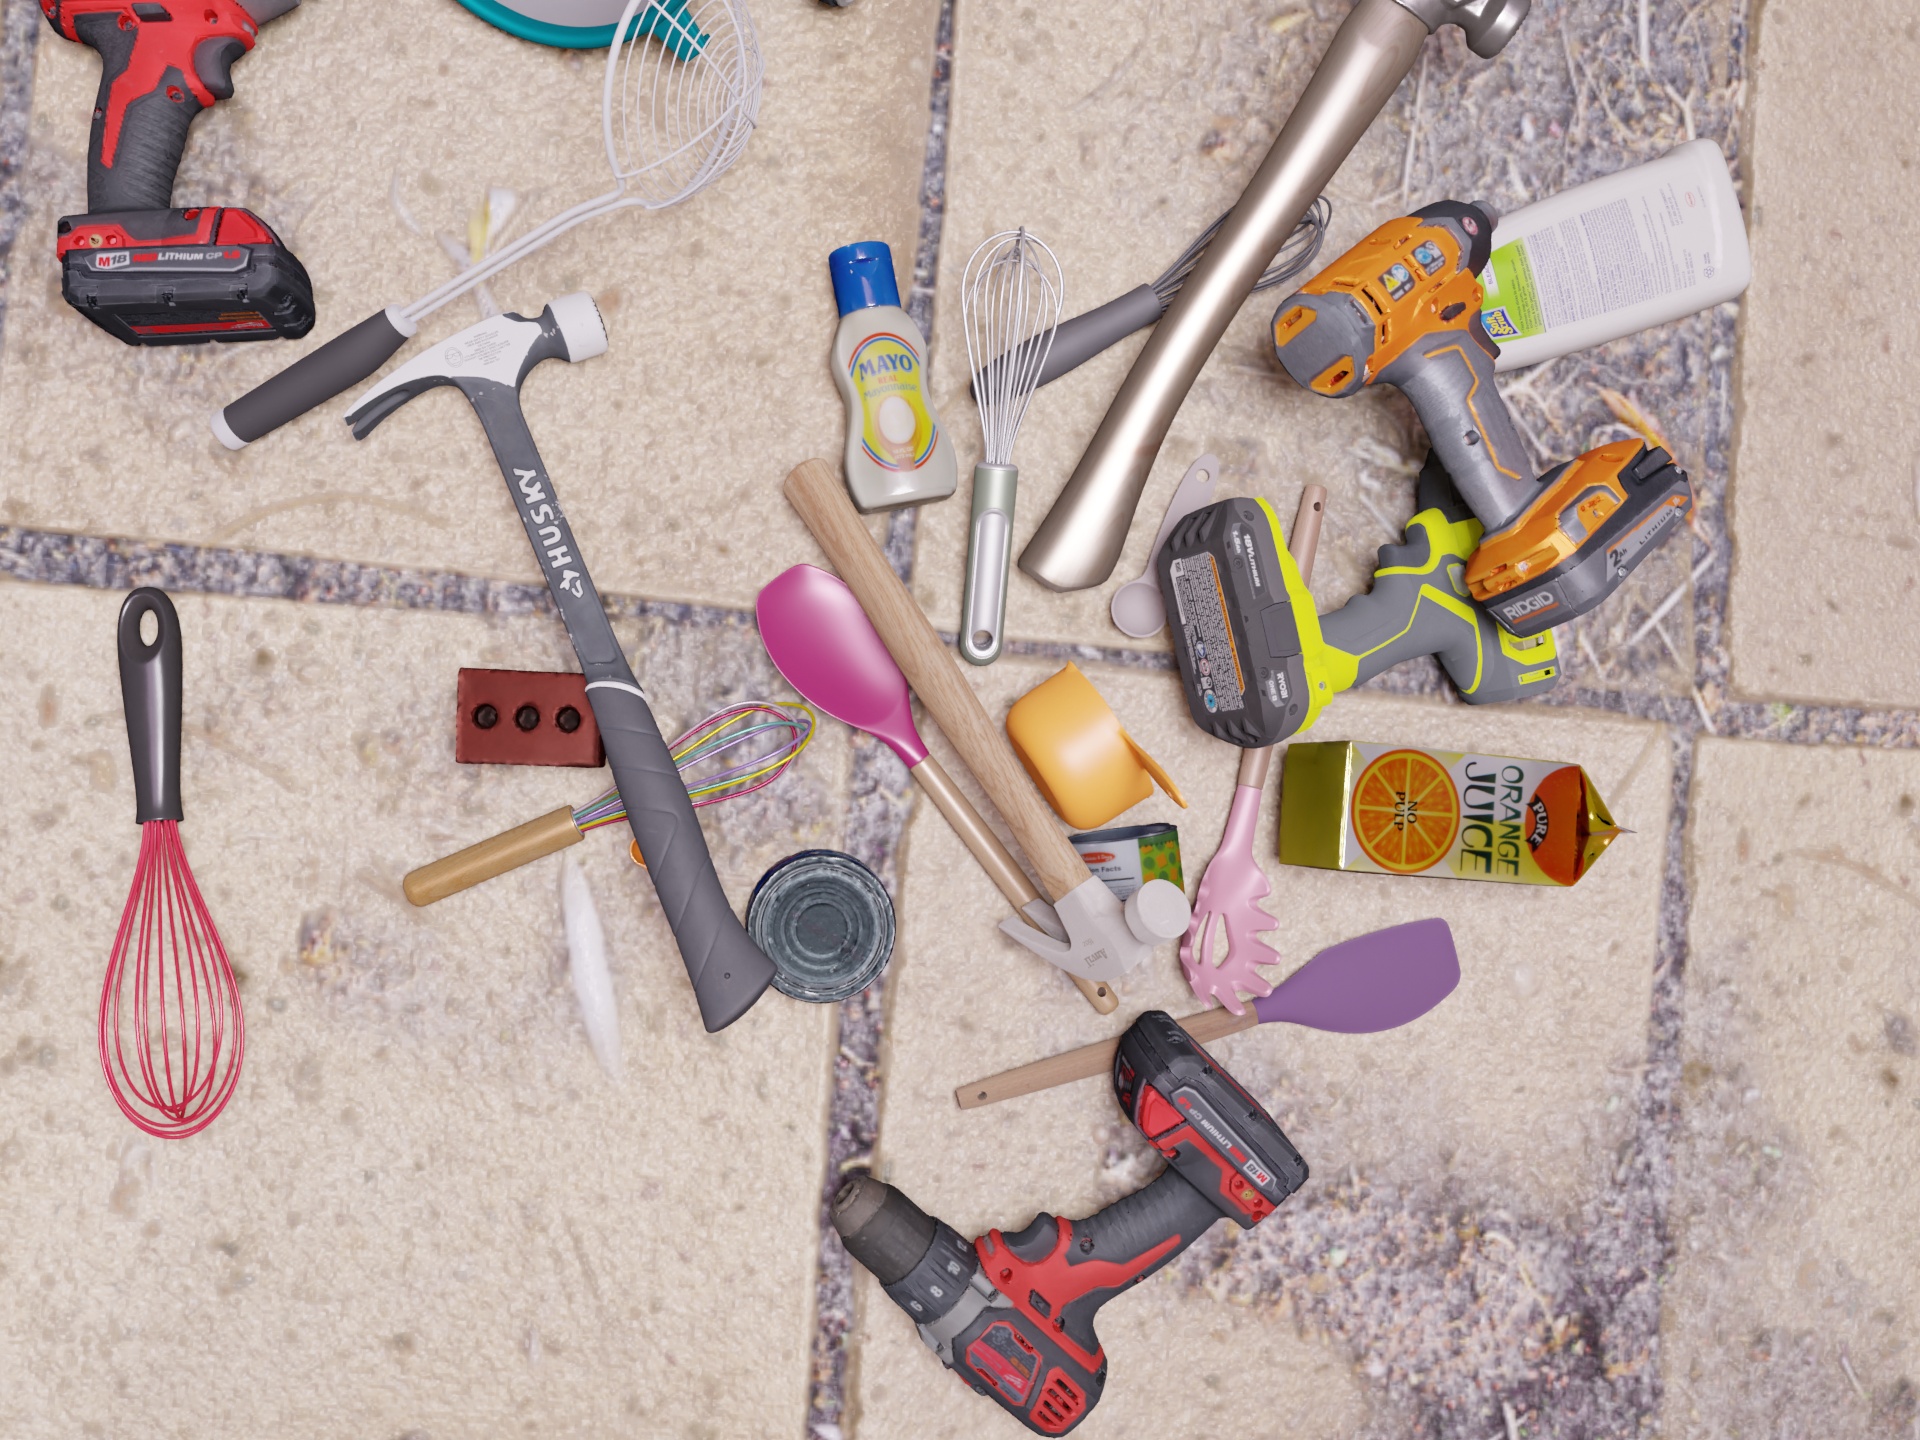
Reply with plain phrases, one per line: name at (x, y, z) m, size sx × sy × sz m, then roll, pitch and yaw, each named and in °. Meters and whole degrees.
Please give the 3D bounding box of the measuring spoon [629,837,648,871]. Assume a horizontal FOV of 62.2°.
measuring spoon at (-0.154, 0.115, 0.908) m, size 0.021 × 0.011 × 0.117 m, roll -31°, pitch 97°, yaw -4°

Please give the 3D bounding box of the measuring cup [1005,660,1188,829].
measuring cup at (0.073, 0.029, 0.857) m, size 0.052 × 0.174 × 0.095 m, roll -32°, pitch 109°, yaw -3°

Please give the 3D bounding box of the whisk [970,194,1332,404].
whisk at (0.111, -0.246, 0.929) m, size 0.239 × 0.055 × 0.055 m, roll -29°, pitch 93°, yaw -3°

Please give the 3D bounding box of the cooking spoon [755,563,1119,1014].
cooking spoon at (-0.008, 0.044, 0.921) m, size 0.069 × 0.017 × 0.319 m, roll -39°, pitch 94°, yaw -21°

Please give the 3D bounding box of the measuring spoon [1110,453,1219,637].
measuring spoon at (0.124, -0.104, 0.946) m, size 0.034 × 0.018 × 0.124 m, roll 27°, pitch 79°, yaw -2°

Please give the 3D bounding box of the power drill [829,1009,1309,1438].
power drill at (0.058, 0.268, 0.889) m, size 0.226 × 0.080 × 0.188 m, roll -45°, pitch 101°, yaw 1°

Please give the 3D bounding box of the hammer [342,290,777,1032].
hammer at (-0.195, -0.031, 0.840) m, size 0.149 × 0.036 × 0.409 m, roll -21°, pitch 78°, yaw -12°

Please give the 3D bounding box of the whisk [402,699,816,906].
whisk at (-0.194, 0.046, 0.891) m, size 0.245 × 0.051 × 0.047 m, roll -23°, pitch 72°, yaw -3°

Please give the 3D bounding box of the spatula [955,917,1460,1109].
spatula at (0.150, 0.182, 0.941) m, size 0.316 × 0.018 × 0.060 m, roll -14°, pitch 92°, yaw -8°

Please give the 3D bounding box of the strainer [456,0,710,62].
strainer at (-0.271, -0.497, 0.850) m, size 0.340 × 0.210 × 0.095 m, roll 17°, pitch 45°, yaw 6°

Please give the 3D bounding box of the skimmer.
skimmer at (-0.260, -0.269, 0.852) m, size 0.363 × 0.127 × 0.090 m, roll -29°, pitch 78°, yaw 9°

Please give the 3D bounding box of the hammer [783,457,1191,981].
hammer at (-0.001, -0.003, 0.874) m, size 0.031 × 0.130 × 0.331 m, roll -27°, pitch 78°, yaw -31°

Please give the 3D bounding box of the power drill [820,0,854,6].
power drill at (-0.052, -0.534, 0.897) m, size 0.228 × 0.080 × 0.190 m, roll -37°, pitch 93°, yaw -4°

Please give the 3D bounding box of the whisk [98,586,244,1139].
whisk at (-0.426, 0.073, 0.851) m, size 0.073 × 0.073 × 0.296 m, roll -6°, pitch 83°, yaw -7°

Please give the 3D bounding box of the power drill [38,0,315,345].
power drill at (-0.409, -0.320, 0.849) m, size 0.143 × 0.078 × 0.220 m, roll -5°, pitch 87°, yaw -8°

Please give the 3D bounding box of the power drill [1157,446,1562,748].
power drill at (0.233, -0.080, 0.912) m, size 0.223 × 0.080 × 0.171 m, roll -13°, pitch 91°, yaw -23°

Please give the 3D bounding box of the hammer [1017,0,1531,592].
hammer at (0.144, -0.258, 0.890) m, size 0.146 × 0.038 × 0.410 m, roll 31°, pitch 98°, yaw -9°

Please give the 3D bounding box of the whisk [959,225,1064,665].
whisk at (0.022, -0.151, 0.896) m, size 0.058 × 0.059 × 0.246 m, roll 4°, pitch 103°, yaw -4°

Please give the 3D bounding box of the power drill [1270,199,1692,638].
power drill at (0.293, -0.178, 0.873) m, size 0.164 × 0.084 × 0.226 m, roll -40°, pitch 93°, yaw -25°

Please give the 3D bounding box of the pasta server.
pasta server at (0.181, 0.013, 0.938) m, size 0.060 × 0.040 × 0.316 m, roll 14°, pitch 86°, yaw -19°
